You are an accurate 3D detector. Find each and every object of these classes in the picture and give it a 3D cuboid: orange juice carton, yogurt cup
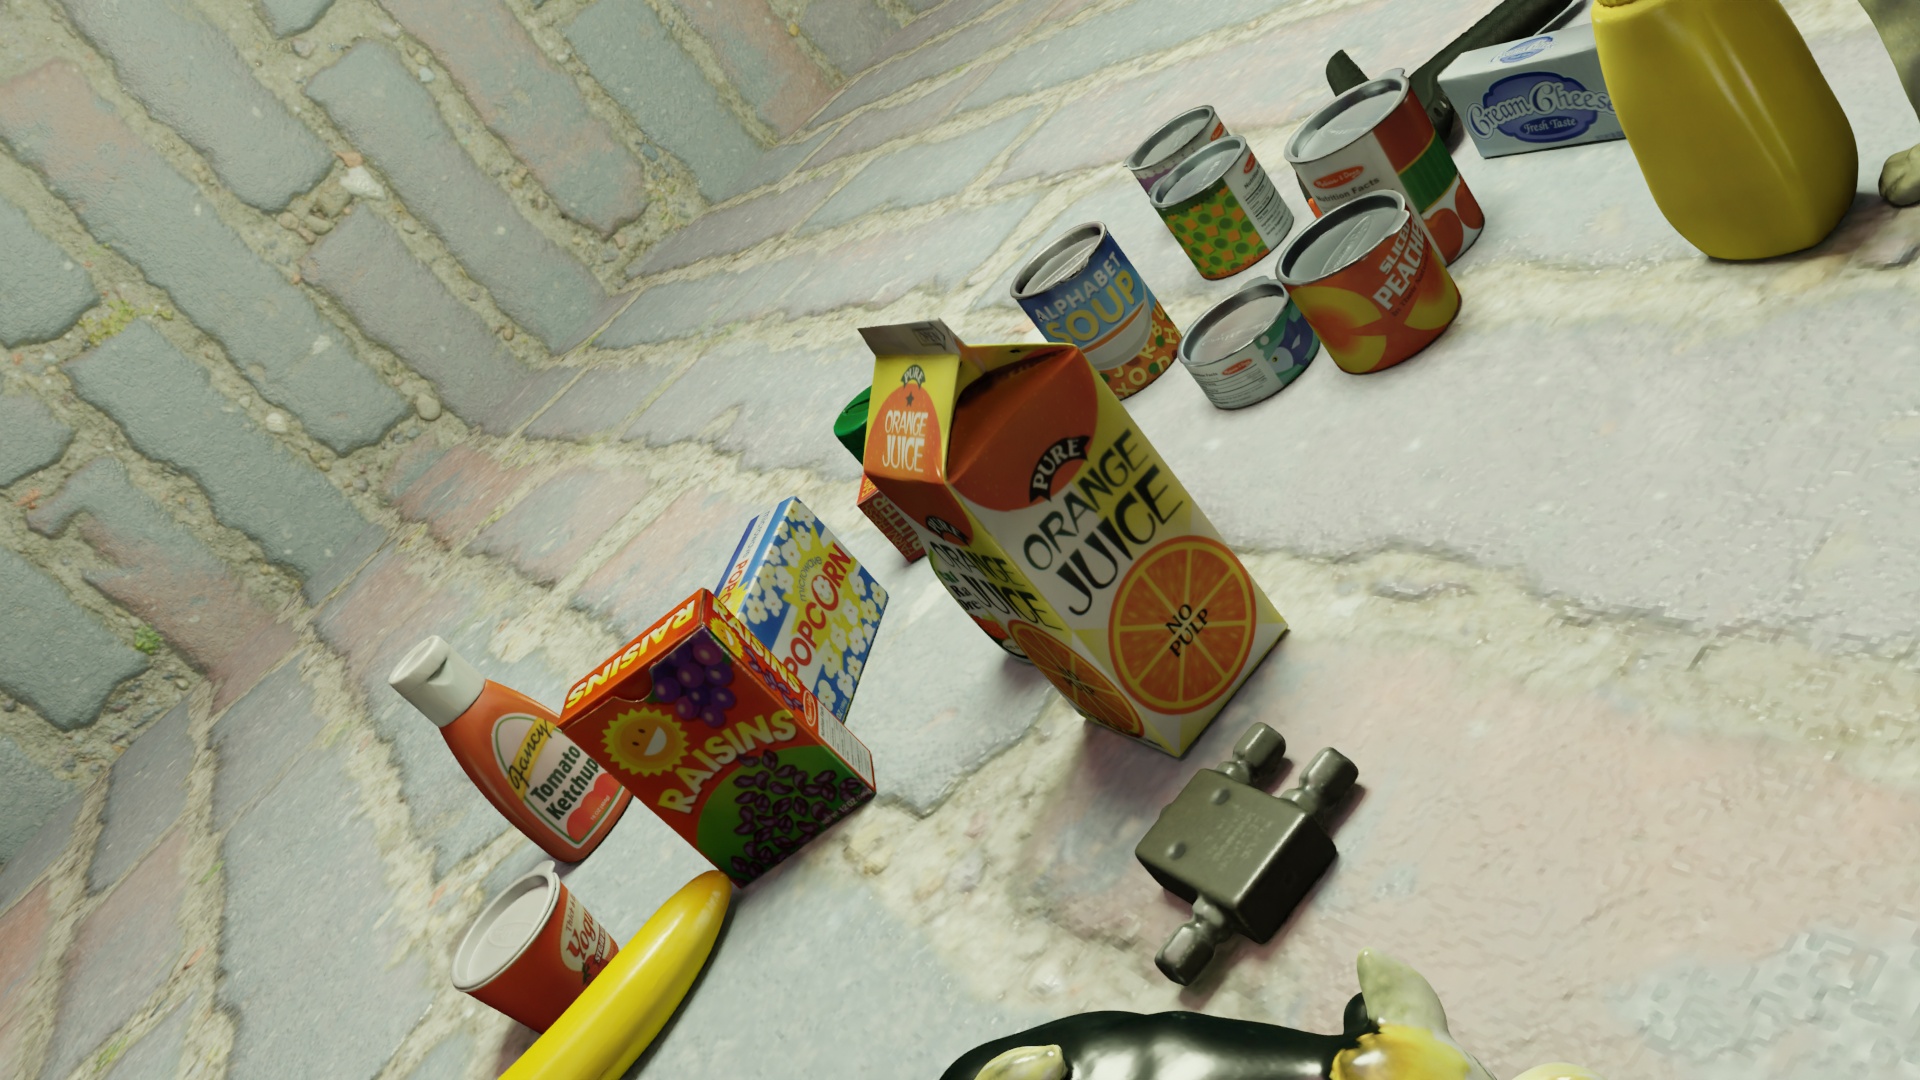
[{"bbox_3d":[0.034,-0.011,0.529,0.073,0.192,0.072,-48,25,-15],"label":"orange juice carton"},{"bbox_3d":[-0.206,0.205,0.683,0.072,0.054,0.073,-33,25,18],"label":"yogurt cup"}]

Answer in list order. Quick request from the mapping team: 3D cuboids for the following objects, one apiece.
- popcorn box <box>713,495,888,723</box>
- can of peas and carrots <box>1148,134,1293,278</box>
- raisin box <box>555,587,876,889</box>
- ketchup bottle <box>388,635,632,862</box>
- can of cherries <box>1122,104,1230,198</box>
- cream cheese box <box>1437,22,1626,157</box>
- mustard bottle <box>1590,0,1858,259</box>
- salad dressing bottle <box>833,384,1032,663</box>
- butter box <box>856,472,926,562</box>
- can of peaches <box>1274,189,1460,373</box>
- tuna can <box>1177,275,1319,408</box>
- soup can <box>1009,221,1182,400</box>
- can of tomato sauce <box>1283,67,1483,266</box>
[{"bbox_3d":[-0.091,0.047,0.747,0.038,0.085,0.127,-26,28,30],"label":"popcorn box"},{"bbox_3d":[0.156,-0.200,0.839,0.071,0.058,0.071,-33,25,18],"label":"can of peas and carrots"},{"bbox_3d":[-0.111,0.094,0.648,0.086,0.123,0.040,-36,24,11],"label":"raisin box"},{"bbox_3d":[-0.257,0.116,0.792,0.043,0.148,0.065,-11,37,49],"label":"ketchup bottle"},{"bbox_3d":[0.152,-0.243,0.920,0.071,0.058,0.072,-33,25,18],"label":"can of cherries"},{"bbox_3d":[0.291,-0.221,0.685,0.024,0.053,0.104,-47,25,-13],"label":"cream cheese box"},{"bbox_3d":[0.270,-0.176,0.507,0.049,0.160,0.065,-48,25,-15],"label":"mustard bottle"},{"bbox_3d":[0.002,-0.008,0.626,0.064,0.147,0.044,-11,37,48],"label":"salad dressing bottle"},{"bbox_3d":[-0.033,-0.036,0.843,0.024,0.053,0.104,-31,26,22],"label":"butter box"},{"bbox_3d":[0.193,-0.121,0.651,0.071,0.058,0.071,-33,25,18],"label":"can of peaches"},{"bbox_3d":[0.149,-0.102,0.714,0.071,0.032,0.071,-33,25,18],"label":"tuna can"},{"bbox_3d":[0.079,-0.130,0.800,0.071,0.083,0.072,-33,25,18],"label":"soup can"},{"bbox_3d":[0.212,-0.178,0.690,0.071,0.083,0.071,-33,25,18],"label":"can of tomato sauce"}]
